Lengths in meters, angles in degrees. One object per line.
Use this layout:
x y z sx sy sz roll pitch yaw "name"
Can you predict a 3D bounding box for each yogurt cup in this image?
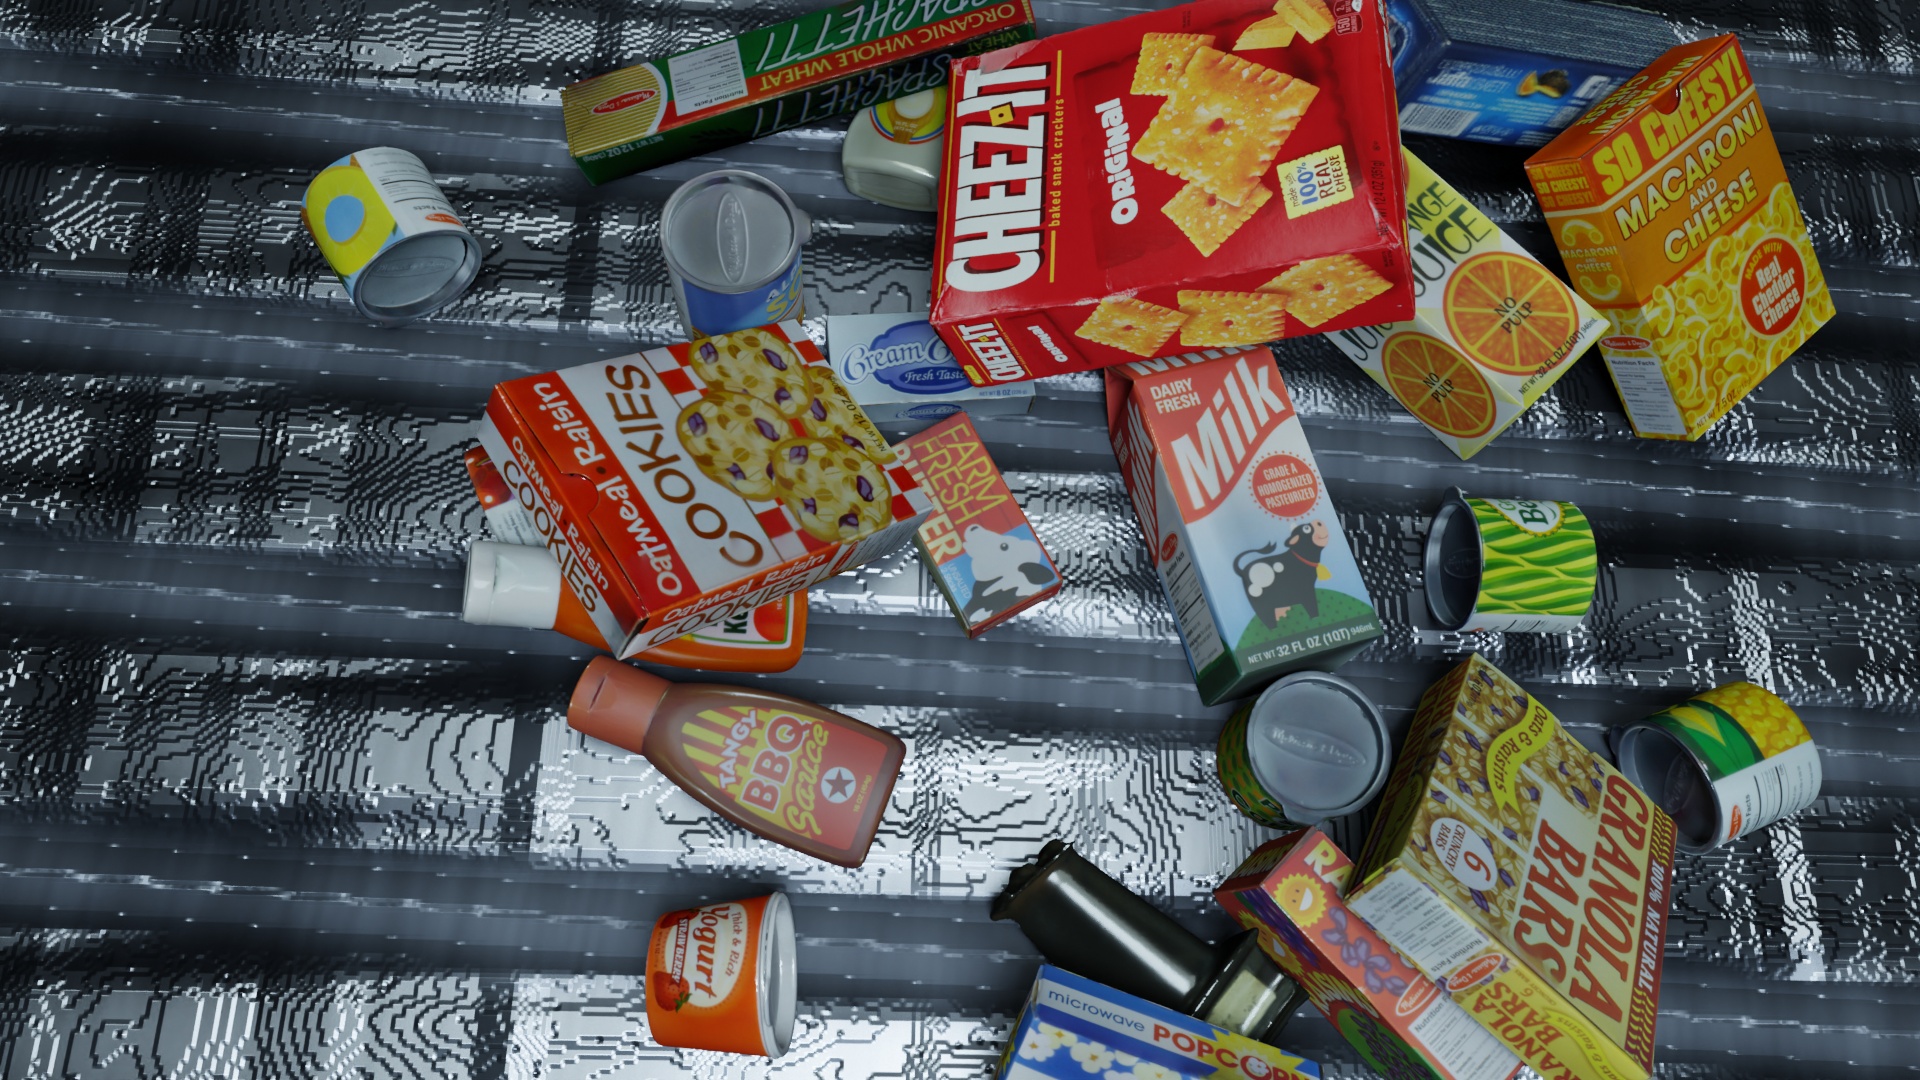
-0.101 0.186 0.592 0.054 0.072 0.072 -3 72 3 "yogurt cup"

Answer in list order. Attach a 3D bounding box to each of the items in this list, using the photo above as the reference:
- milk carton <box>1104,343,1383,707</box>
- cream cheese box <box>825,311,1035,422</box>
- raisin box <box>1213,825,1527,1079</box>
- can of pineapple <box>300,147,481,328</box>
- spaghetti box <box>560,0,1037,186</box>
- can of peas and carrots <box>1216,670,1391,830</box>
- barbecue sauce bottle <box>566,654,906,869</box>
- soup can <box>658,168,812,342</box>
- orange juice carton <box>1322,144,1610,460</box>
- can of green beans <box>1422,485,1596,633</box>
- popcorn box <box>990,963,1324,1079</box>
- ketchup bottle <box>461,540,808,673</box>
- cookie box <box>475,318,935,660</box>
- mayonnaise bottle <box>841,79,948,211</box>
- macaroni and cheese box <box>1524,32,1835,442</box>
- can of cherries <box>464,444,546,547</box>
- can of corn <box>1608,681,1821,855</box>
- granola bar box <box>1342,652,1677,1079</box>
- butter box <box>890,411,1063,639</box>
0.128 -0.024 0.676 0.072 0.073 0.191 -15 73 -9 "milk carton"
-0.016 -0.090 0.712 0.104 0.024 0.053 -4 71 -6 "cream cheese box"
0.174 0.185 0.603 0.040 0.086 0.123 -41 79 -14 "raisin box"
-0.283 -0.150 0.689 0.071 0.070 0.058 -33 76 -14 "can of pineapple"
-0.084 -0.245 0.727 0.250 0.028 0.050 -15 65 3 "spaghetti box"
0.157 0.101 0.644 0.071 0.058 0.071 1 72 -4 "can of peas and carrots"
-0.103 0.095 0.633 0.148 0.043 0.065 21 76 3 "barbecue sauce bottle"
-0.108 -0.133 0.688 0.071 0.083 0.071 1 72 -4 "soup can"
0.227 -0.140 0.724 0.072 0.072 0.193 -42 79 -16 "orange juice carton"
0.267 0.012 0.679 0.058 0.071 0.071 2 72 -5 "can of green beans"
0.077 0.239 0.579 0.127 0.038 0.085 20 111 2 "popcorn box"
-0.146 0.025 0.630 0.149 0.043 0.065 6 70 -23 "ketchup bottle"
-0.110 -0.031 0.623 0.168 0.040 0.123 -22 70 -44 "cookie box"
-0.017 -0.252 0.757 0.065 0.041 0.148 13 71 7 "mayonnaise bottle"
0.375 -0.154 0.716 0.124 0.040 0.166 -38 110 -16 "macaroni and cheese box"
-0.193 -0.024 0.655 0.058 0.071 0.071 -25 75 -11 "can of cherries"
0.355 0.105 0.657 0.058 0.071 0.071 -19 74 -11 "can of corn"
0.244 0.137 0.600 0.124 0.039 0.166 41 39 5 "granola bar box"
0.002 -0.009 0.686 0.053 0.024 0.103 -26 75 -12 "butter box"
